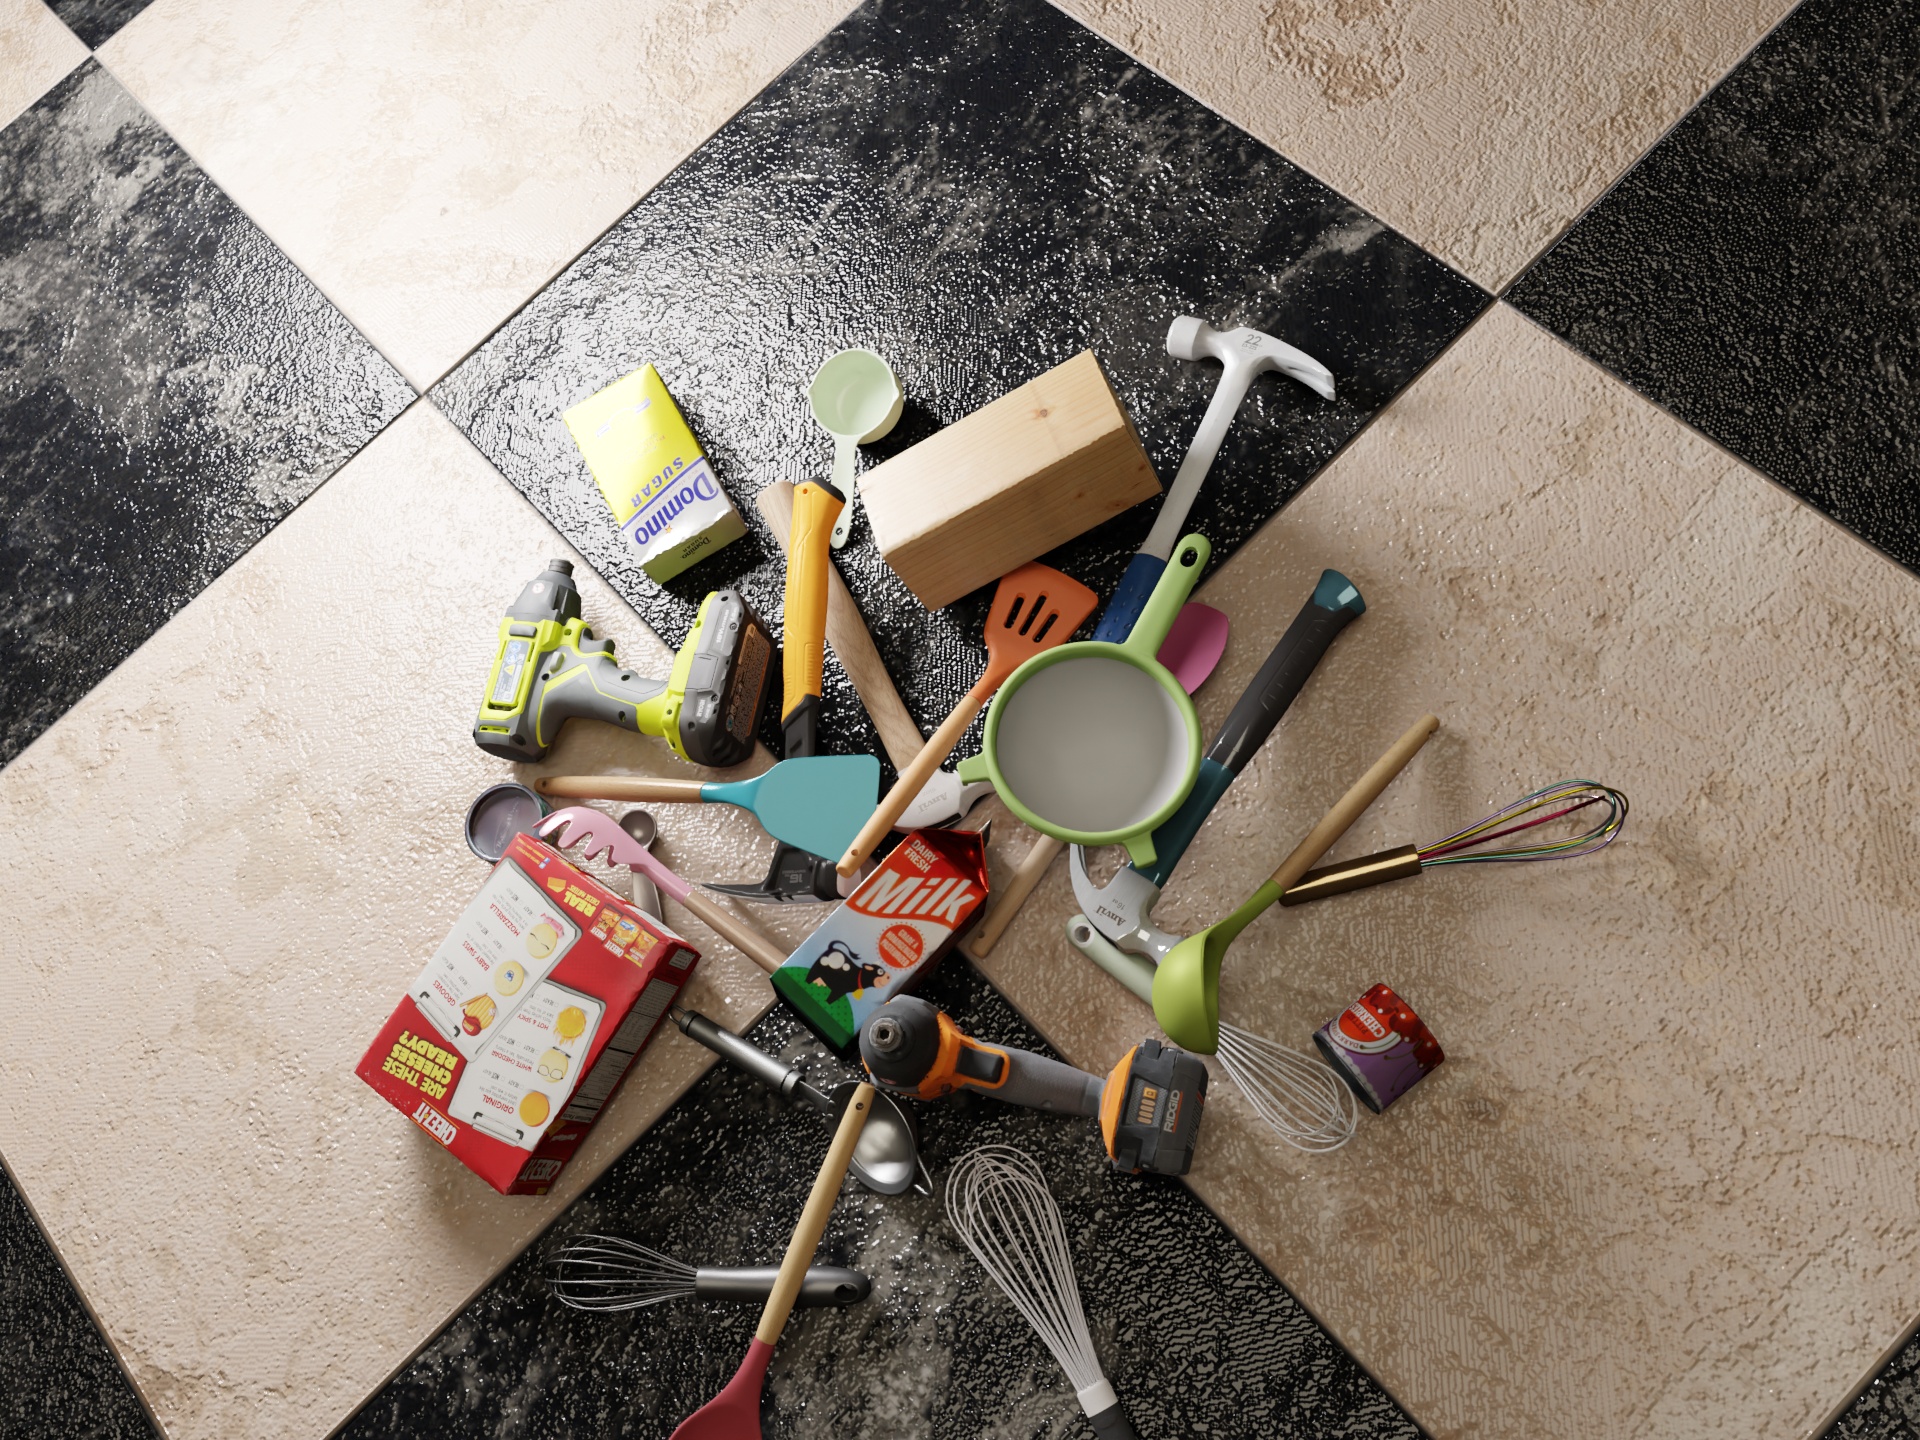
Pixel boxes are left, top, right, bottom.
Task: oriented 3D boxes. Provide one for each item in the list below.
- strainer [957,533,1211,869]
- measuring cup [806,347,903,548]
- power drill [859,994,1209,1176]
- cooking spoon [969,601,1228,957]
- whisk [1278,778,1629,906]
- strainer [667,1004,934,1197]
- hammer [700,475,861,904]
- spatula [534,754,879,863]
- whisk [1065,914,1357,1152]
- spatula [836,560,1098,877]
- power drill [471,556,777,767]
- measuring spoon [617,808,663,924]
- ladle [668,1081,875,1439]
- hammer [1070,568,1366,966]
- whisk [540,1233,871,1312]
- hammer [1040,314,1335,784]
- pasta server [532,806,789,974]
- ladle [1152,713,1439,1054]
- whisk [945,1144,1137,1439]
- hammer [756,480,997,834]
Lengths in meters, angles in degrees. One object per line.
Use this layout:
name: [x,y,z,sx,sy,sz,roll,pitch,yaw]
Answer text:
strainer: [0.117,-0.018,1.137,0.151,0.069,0.256,25,70,13]
measuring cup: [-0.089,-0.224,1.329,0.083,0.038,0.167,5,88,18]
power drill: [0.043,0.236,1.050,0.226,0.164,0.084,11,75,14]
cooking spoon: [0.101,0.042,1.188,0.069,0.017,0.319,28,77,37]
whisk: [0.339,0.087,1.106,0.245,0.047,0.051,-16,68,10]
strainer: [-0.112,0.263,1.141,0.258,0.050,0.086,24,120,25]
hammer: [-0.127,-0.027,1.223,0.127,0.034,0.337,-6,73,28]
spatula: [-0.205,0.058,1.208,0.317,0.044,0.082,1,77,34]
whisk: [0.169,0.210,1.096,0.246,0.059,0.058,36,96,27]
spatula: [-0.002,-0.004,1.173,0.081,0.041,0.323,27,51,12]
power drill: [-0.269,-0.046,1.275,0.223,0.080,0.171,6,71,18]
measuring spoon: [-0.243,0.130,1.237,0.034,0.018,0.124,-15,74,9]
ladle: [-0.122,0.391,1.069,0.069,0.031,0.315,22,88,-3]
hammer: [0.196,0.025,1.152,0.128,0.033,0.331,28,73,30]
whisk: [-0.179,0.388,1.107,0.239,0.055,0.055,0,70,8]
hammer: [0.156,-0.132,1.222,0.144,0.035,0.406,19,74,24]
pasta server: [-0.187,0.154,1.188,0.316,0.060,0.040,34,81,13]
ladle: [0.241,0.102,1.084,0.320,0.078,0.062,-42,47,-23]
whisk: [0.073,0.411,1.038,0.070,0.070,0.285,-29,70,1]
hammer: [-0.086,-0.056,1.259,0.130,0.031,0.332,-29,67,1]
